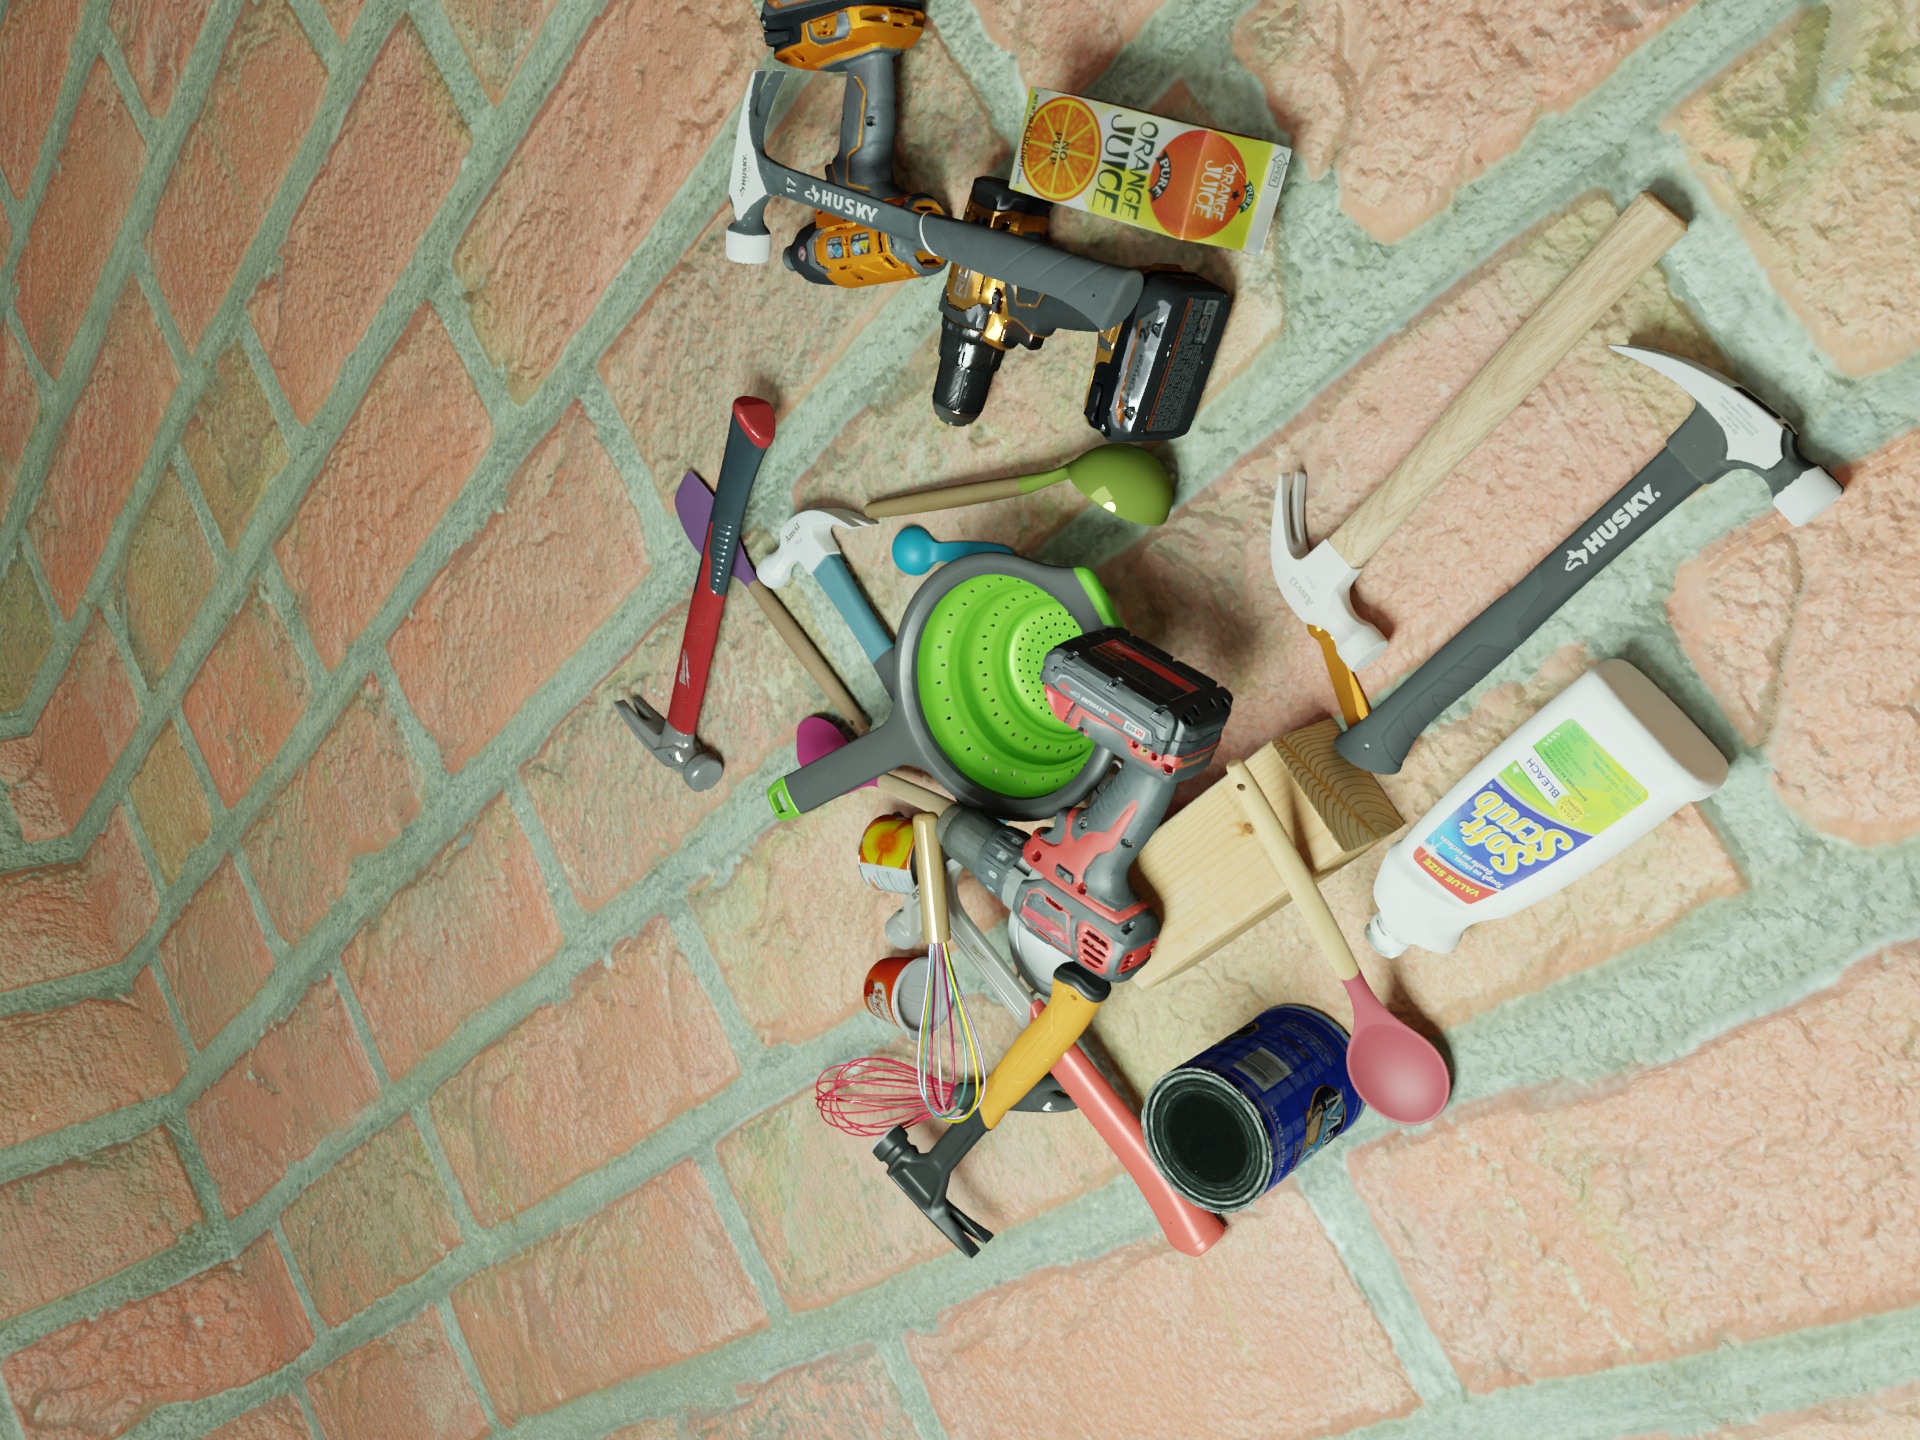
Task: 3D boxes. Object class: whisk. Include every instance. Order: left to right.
[{"bbox_3d":[-0.020,0.193,1.234,0.047,0.051,0.245,-1,95,56],"label":"whisk"},{"bbox_3d":[-0.015,0.327,1.386,0.296,0.073,0.073,-11,93,36],"label":"whisk"}]

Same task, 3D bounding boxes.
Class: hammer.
[{"bbox_3d":[-0.240,-0.125,1.466,0.143,0.038,0.386,40,128,31],"label":"hammer"},{"bbox_3d":[-0.058,-0.042,1.351,0.128,0.033,0.331,-46,70,39],"label":"hammer"},{"bbox_3d":[-0.032,-0.361,1.147,0.409,0.036,0.149,30,126,35],"label":"hammer"},{"bbox_3d":[0.036,0.303,1.265,0.127,0.034,0.336,44,132,15],"label":"hammer"},{"bbox_3d":[0.087,0.262,1.252,0.359,0.037,0.149,51,133,8],"label":"hammer"},{"bbox_3d":[0.313,-0.186,0.993,0.130,0.031,0.331,54,128,22],"label":"hammer"},{"bbox_3d":[0.352,-0.080,0.981,0.146,0.035,0.334,54,128,17],"label":"hammer"}]

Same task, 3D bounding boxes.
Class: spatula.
[{"bbox_3d":[-0.175,-0.104,1.448,0.316,0.018,0.059,51,131,21],"label":"spatula"}]

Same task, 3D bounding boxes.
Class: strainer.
[{"bbox_3d":[0.089,0.127,1.232,0.087,0.050,0.258,46,138,32],"label":"strainer"}]

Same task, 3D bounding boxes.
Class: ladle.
[{"bbox_3d":[0.031,-0.167,1.231,0.320,0.078,0.062,-1,91,47],"label":"ladle"},{"bbox_3d":[0.246,0.149,1.053,0.069,0.031,0.315,-17,117,30],"label":"ladle"}]

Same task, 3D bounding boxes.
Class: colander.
[{"bbox_3d":[-0.002,-0.004,1.261,0.397,0.094,0.204,-27,86,39],"label":"colander"}]

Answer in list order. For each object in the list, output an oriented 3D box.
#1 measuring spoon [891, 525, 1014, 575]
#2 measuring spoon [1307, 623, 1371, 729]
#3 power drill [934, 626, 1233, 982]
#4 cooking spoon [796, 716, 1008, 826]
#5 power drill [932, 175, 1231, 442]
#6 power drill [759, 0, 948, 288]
[{"bbox_3d":[-0.011,-0.135,1.294,0.129,0.021,0.042,8,106,41],"label":"measuring spoon"},{"bbox_3d":[0.264,-0.019,1.090,0.021,0.011,0.117,-25,83,42],"label":"measuring spoon"},{"bbox_3d":[0.077,0.050,1.107,0.188,0.080,0.226,33,122,29],"label":"power drill"},{"bbox_3d":[-0.049,0.058,1.345,0.319,0.017,0.068,21,115,48],"label":"cooking spoon"},{"bbox_3d":[0.069,-0.274,1.158,0.226,0.084,0.185,36,122,34],"label":"power drill"},{"bbox_3d":[-0.092,-0.457,1.254,0.164,0.084,0.226,5,106,42],"label":"power drill"}]
